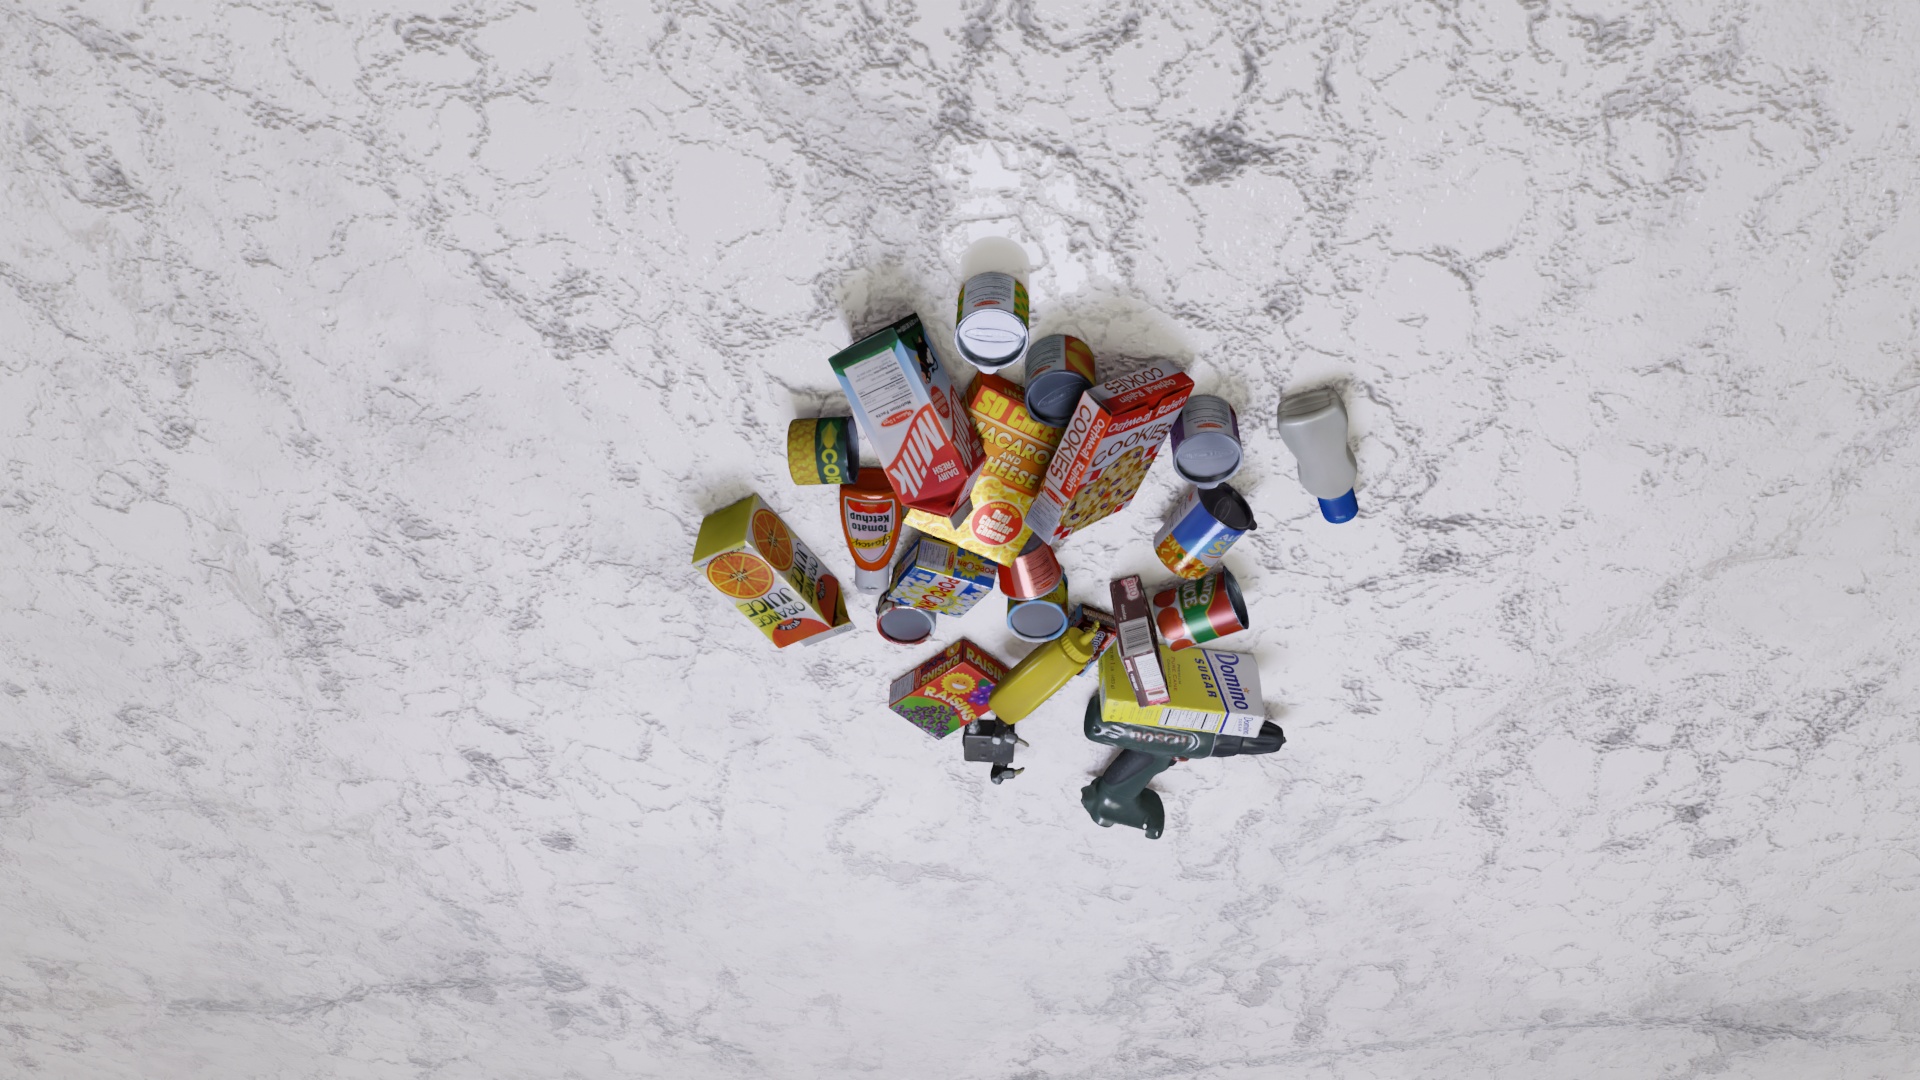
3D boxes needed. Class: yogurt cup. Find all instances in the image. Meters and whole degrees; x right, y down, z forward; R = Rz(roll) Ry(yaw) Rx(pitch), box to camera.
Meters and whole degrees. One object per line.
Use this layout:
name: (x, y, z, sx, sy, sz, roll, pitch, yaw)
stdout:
yogurt cup: (0.067, 0.021, 1.437, 0.072, 0.073, 0.053, -10, 124, 12)

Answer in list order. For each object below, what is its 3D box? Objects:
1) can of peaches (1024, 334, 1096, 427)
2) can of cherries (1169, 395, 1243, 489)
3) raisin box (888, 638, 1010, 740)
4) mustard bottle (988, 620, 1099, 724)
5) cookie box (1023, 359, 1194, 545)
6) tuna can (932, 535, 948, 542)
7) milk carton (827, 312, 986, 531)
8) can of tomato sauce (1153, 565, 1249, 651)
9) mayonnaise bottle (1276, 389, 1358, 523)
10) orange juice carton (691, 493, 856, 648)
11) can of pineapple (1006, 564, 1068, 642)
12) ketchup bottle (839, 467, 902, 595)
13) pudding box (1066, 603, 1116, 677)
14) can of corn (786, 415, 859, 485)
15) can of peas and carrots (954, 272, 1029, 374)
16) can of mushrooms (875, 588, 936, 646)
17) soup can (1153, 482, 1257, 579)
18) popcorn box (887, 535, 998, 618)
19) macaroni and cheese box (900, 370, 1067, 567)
can of peaches: (0.093, -0.146, 1.280, 0.071, 0.058, 0.070, 1, 133, 1)
can of cherries: (0.232, -0.094, 1.322, 0.071, 0.059, 0.071, 1, 133, 1)
raisin box: (-0.010, 0.173, 1.600, 0.123, 0.040, 0.086, -34, 123, 31)
mustard bottle: (0.097, 0.137, 1.505, 0.049, 0.065, 0.159, 45, 121, -4)
cookie box: (0.139, -0.082, 1.300, 0.040, 0.123, 0.166, 45, 136, 23)
tuna can: (0.005, -0.018, 1.423, 0.071, 0.033, 0.070, 1, 134, 2)
milk carton: (-0.038, -0.102, 1.268, 0.073, 0.072, 0.190, -22, 101, 22)
can of tomato sauce: (0.254, 0.074, 1.474, 0.083, 0.071, 0.071, -21, 129, 22)
mayonnaise bottle: (0.352, -0.078, 1.343, 0.064, 0.041, 0.147, -14, 132, 18)
orange juice carton: (-0.192, 0.047, 1.467, 0.071, 0.073, 0.192, -23, 129, 23)
can of pineapple: (0.083, 0.065, 1.480, 0.071, 0.058, 0.070, 2, 133, 2)
ketchup bottle: (-0.091, -0.007, 1.431, 0.065, 0.044, 0.148, 4, 134, 1)
pudding box: (0.135, 0.111, 1.540, 0.049, 0.030, 0.083, 22, 131, -17)
can of corn: (-0.132, -0.084, 1.341, 0.058, 0.071, 0.070, -2, 133, 6)
can of peas and carrots: (0.029, -0.194, 1.237, 0.071, 0.059, 0.070, 2, 134, 2)
can of mushrooms: (-0.061, 0.084, 1.522, 0.071, 0.034, 0.070, 1, 134, 1)
soup can: (0.245, -0.009, 1.394, 0.071, 0.072, 0.083, 22, 131, -17)
popcorn box: (-0.020, 0.039, 1.440, 0.085, 0.038, 0.126, 15, 159, -12)
macaroni and cheese box: (0.034, -0.067, 1.344, 0.124, 0.040, 0.165, 23, 116, -17)
